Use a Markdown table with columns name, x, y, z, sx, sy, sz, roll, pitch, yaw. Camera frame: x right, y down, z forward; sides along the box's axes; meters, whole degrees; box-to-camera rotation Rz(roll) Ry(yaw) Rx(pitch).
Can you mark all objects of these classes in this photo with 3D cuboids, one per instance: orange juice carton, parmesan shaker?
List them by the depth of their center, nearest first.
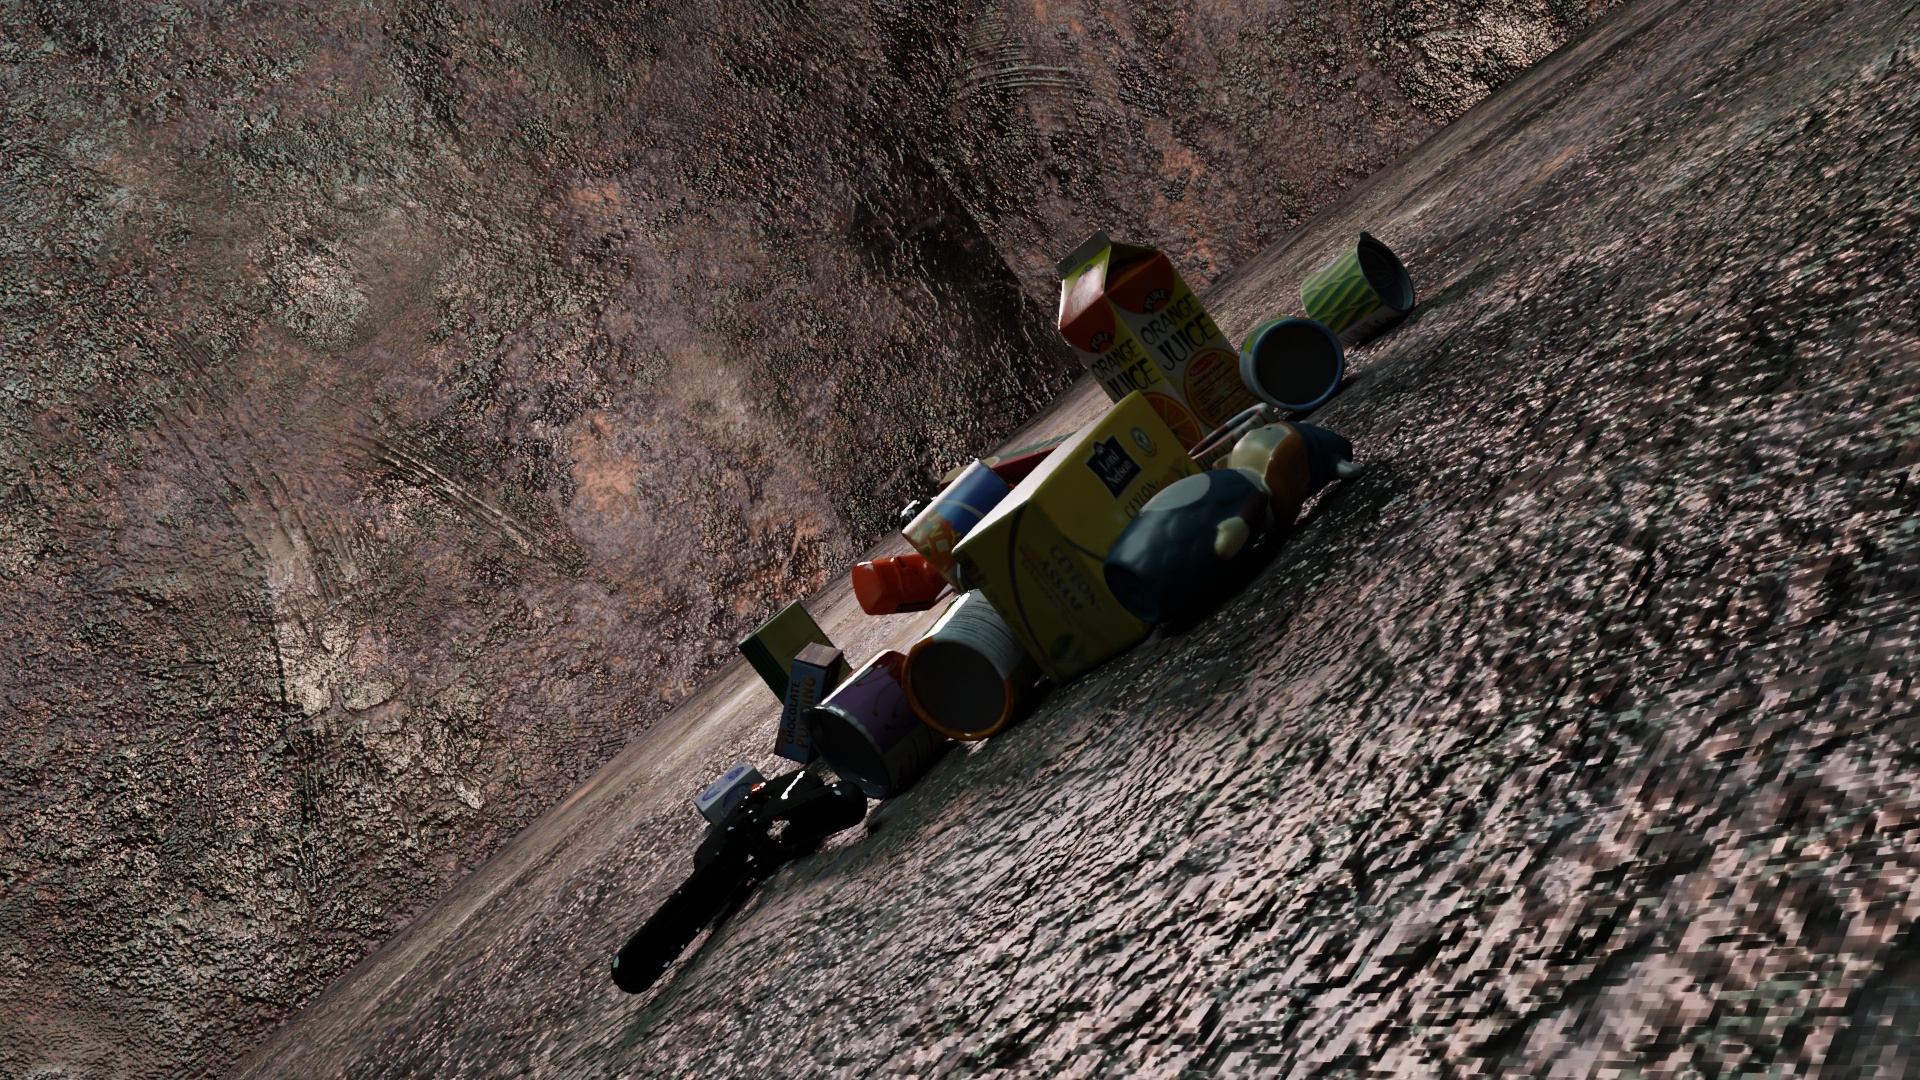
| name | x | y | z | sx | sy | sz | roll | pitch | yaw |
| --- | --- | --- | --- | --- | --- | --- | --- | --- | --- |
| orange juice carton | 0.147 | -0.149 | 1.069 | 0.073 | 0.192 | 0.071 | -39 | 4 | -28 |
| parmesan shaker | -0.131 | 0.108 | 1.181 | 0.071 | 0.103 | 0.071 | -37 | 4 | 3 |

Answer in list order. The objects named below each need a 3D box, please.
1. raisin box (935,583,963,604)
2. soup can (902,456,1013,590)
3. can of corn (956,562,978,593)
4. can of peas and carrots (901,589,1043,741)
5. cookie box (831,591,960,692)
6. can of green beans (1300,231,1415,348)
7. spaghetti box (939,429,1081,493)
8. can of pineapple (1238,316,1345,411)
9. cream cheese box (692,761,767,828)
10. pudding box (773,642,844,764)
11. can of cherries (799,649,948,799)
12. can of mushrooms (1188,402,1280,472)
| name | x | y | z | sx | sy | sz | roll | pitch | yaw |
| --- | --- | --- | --- | --- | --- | --- | --- | --- | --- |
| raisin box | 0.046 | 0.018 | 1.135 | 0.123 | 0.040 | 0.086 | -35 | 4 | 22 |
| soup can | 0.004 | -0.014 | 1.086 | 0.084 | 0.071 | 0.071 | -44 | 5 | -4 |
| can of corn | 0.033 | 0.023 | 1.022 | 0.071 | 0.071 | 0.058 | -38 | -1 | -4 |
| can of peas and carrots | 0.008 | 0.070 | 0.763 | 0.070 | 0.071 | 0.059 | -35 | 6 | 32 |
| cookie box | -0.034 | 0.093 | 1.001 | 0.123 | 0.040 | 0.167 | -38 | 4 | -4 |
| can of green beans | 0.305 | -0.190 | 1.068 | 0.057 | 0.071 | 0.071 | -34 | 6 | 44 |
| spaghetti box | 0.103 | -0.079 | 1.247 | 0.250 | 0.028 | 0.050 | -16 | 14 | 16 |
| can of pineapple | 0.234 | -0.126 | 0.976 | 0.071 | 0.071 | 0.058 | -37 | 5 | 9 |
| cream cheese box | -0.184 | 0.205 | 1.115 | 0.053 | 0.024 | 0.103 | -40 | 5 | -16 |
| pudding box | -0.119 | 0.127 | 1.093 | 0.050 | 0.030 | 0.083 | -46 | -29 | -74 |
| can of cherries | -0.047 | 0.104 | 0.800 | 0.059 | 0.071 | 0.071 | -40 | 5 | -32 |
| can of mushrooms | 0.180 | -0.057 | 0.906 | 0.071 | 0.033 | 0.071 | -36 | 5 | 4 |
